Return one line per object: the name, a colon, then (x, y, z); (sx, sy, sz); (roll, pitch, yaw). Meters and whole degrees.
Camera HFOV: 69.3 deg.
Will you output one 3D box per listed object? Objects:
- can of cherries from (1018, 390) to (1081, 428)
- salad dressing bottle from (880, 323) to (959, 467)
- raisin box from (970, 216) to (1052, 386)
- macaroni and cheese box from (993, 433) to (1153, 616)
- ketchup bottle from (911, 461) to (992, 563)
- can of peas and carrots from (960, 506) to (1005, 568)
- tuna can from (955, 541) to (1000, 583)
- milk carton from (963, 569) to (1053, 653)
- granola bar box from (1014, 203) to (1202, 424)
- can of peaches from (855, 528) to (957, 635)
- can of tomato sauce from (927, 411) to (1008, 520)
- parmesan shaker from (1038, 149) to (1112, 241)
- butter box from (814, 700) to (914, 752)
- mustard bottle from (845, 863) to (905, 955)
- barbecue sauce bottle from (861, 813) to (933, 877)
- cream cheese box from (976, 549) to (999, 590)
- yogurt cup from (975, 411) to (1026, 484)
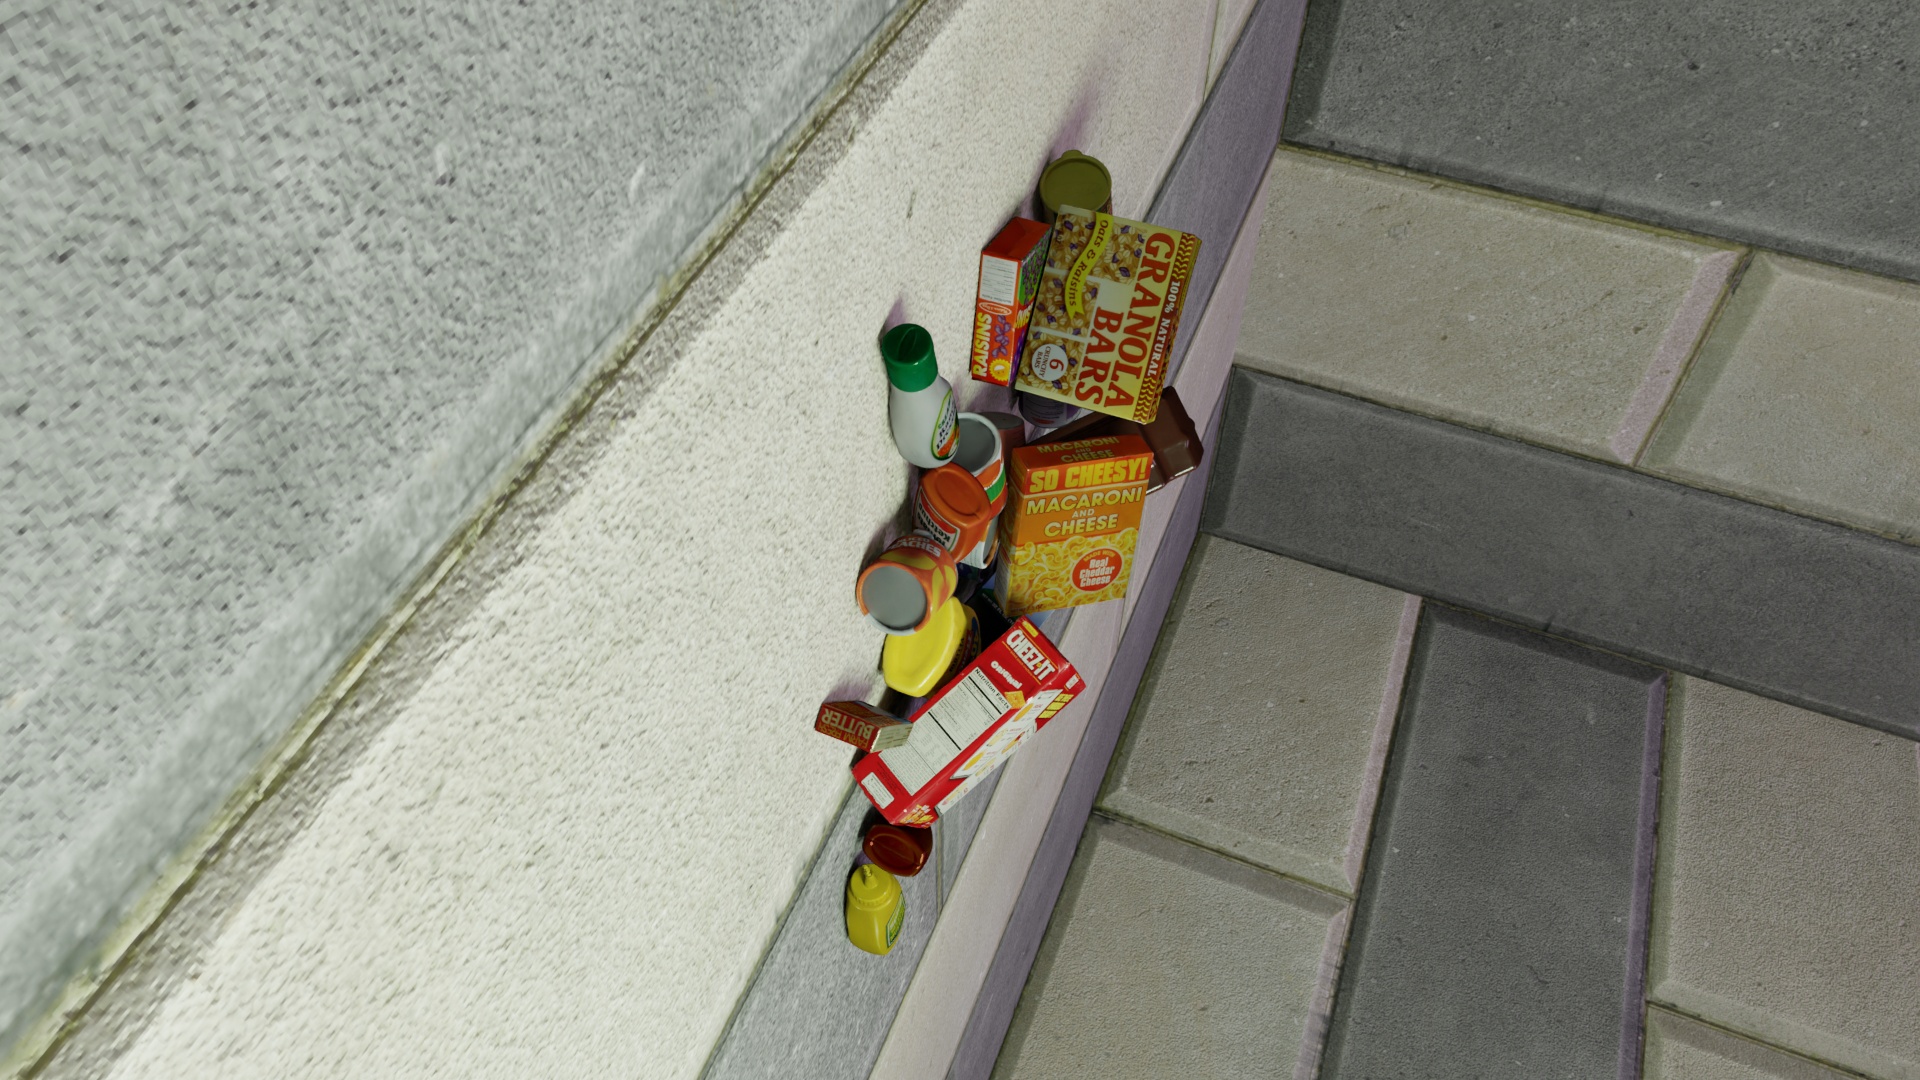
can of cherries: (0.091, -0.159, 1.410); (0.058, 0.071, 0.072); (84, 27, -56)
salad dressing bottle: (-0.030, -0.107, 1.036); (0.147, 0.044, 0.064); (76, 33, -65)
raisin box: (0.044, -0.209, 1.217); (0.086, 0.040, 0.122); (-58, 158, -50)
macaroni and cheese box: (0.099, -0.014, 1.259); (0.040, 0.124, 0.165); (-120, -152, -48)
ketchup bottle: (-0.014, -0.007, 1.159); (0.044, 0.065, 0.148); (-35, 165, -23)
can of peas and carrots: (0.004, -0.016, 1.252); (0.071, 0.059, 0.071); (16, 92, -77)
tuna can: (0.015, 0.005, 1.372); (0.071, 0.033, 0.071); (15, 92, -76)
milk carton: (0.066, 0.051, 1.449); (0.073, 0.072, 0.191); (-46, 178, 41)
granola bar box: (0.128, -0.197, 1.214); (0.039, 0.124, 0.165); (-18, 123, -72)
can of peaches: (-0.043, 0.034, 1.111); (0.058, 0.071, 0.071); (-47, 151, -59)
can of tomato sauce: (0.004, -0.059, 1.183); (0.082, 0.071, 0.071); (79, 31, -61)
parmesan shaker: (0.111, -0.308, 1.307); (0.102, 0.071, 0.071); (68, 41, -69)
butter box: (-0.078, 0.152, 1.141); (0.103, 0.053, 0.024); (21, 89, -76)
mustard bottle: (-0.085, 0.356, 1.366); (0.159, 0.049, 0.065); (87, 22, -55)
barbecue sauce bottle: (-0.056, 0.293, 1.386); (0.043, 0.065, 0.148); (-63, 175, 3)
cream cheese box: (0.058, 0.036, 1.537); (0.024, 0.053, 0.104); (100, 14, -52)
yogurt cup: (0.030, -0.084, 1.262); (0.073, 0.072, 0.053); (-47, 142, -61)
